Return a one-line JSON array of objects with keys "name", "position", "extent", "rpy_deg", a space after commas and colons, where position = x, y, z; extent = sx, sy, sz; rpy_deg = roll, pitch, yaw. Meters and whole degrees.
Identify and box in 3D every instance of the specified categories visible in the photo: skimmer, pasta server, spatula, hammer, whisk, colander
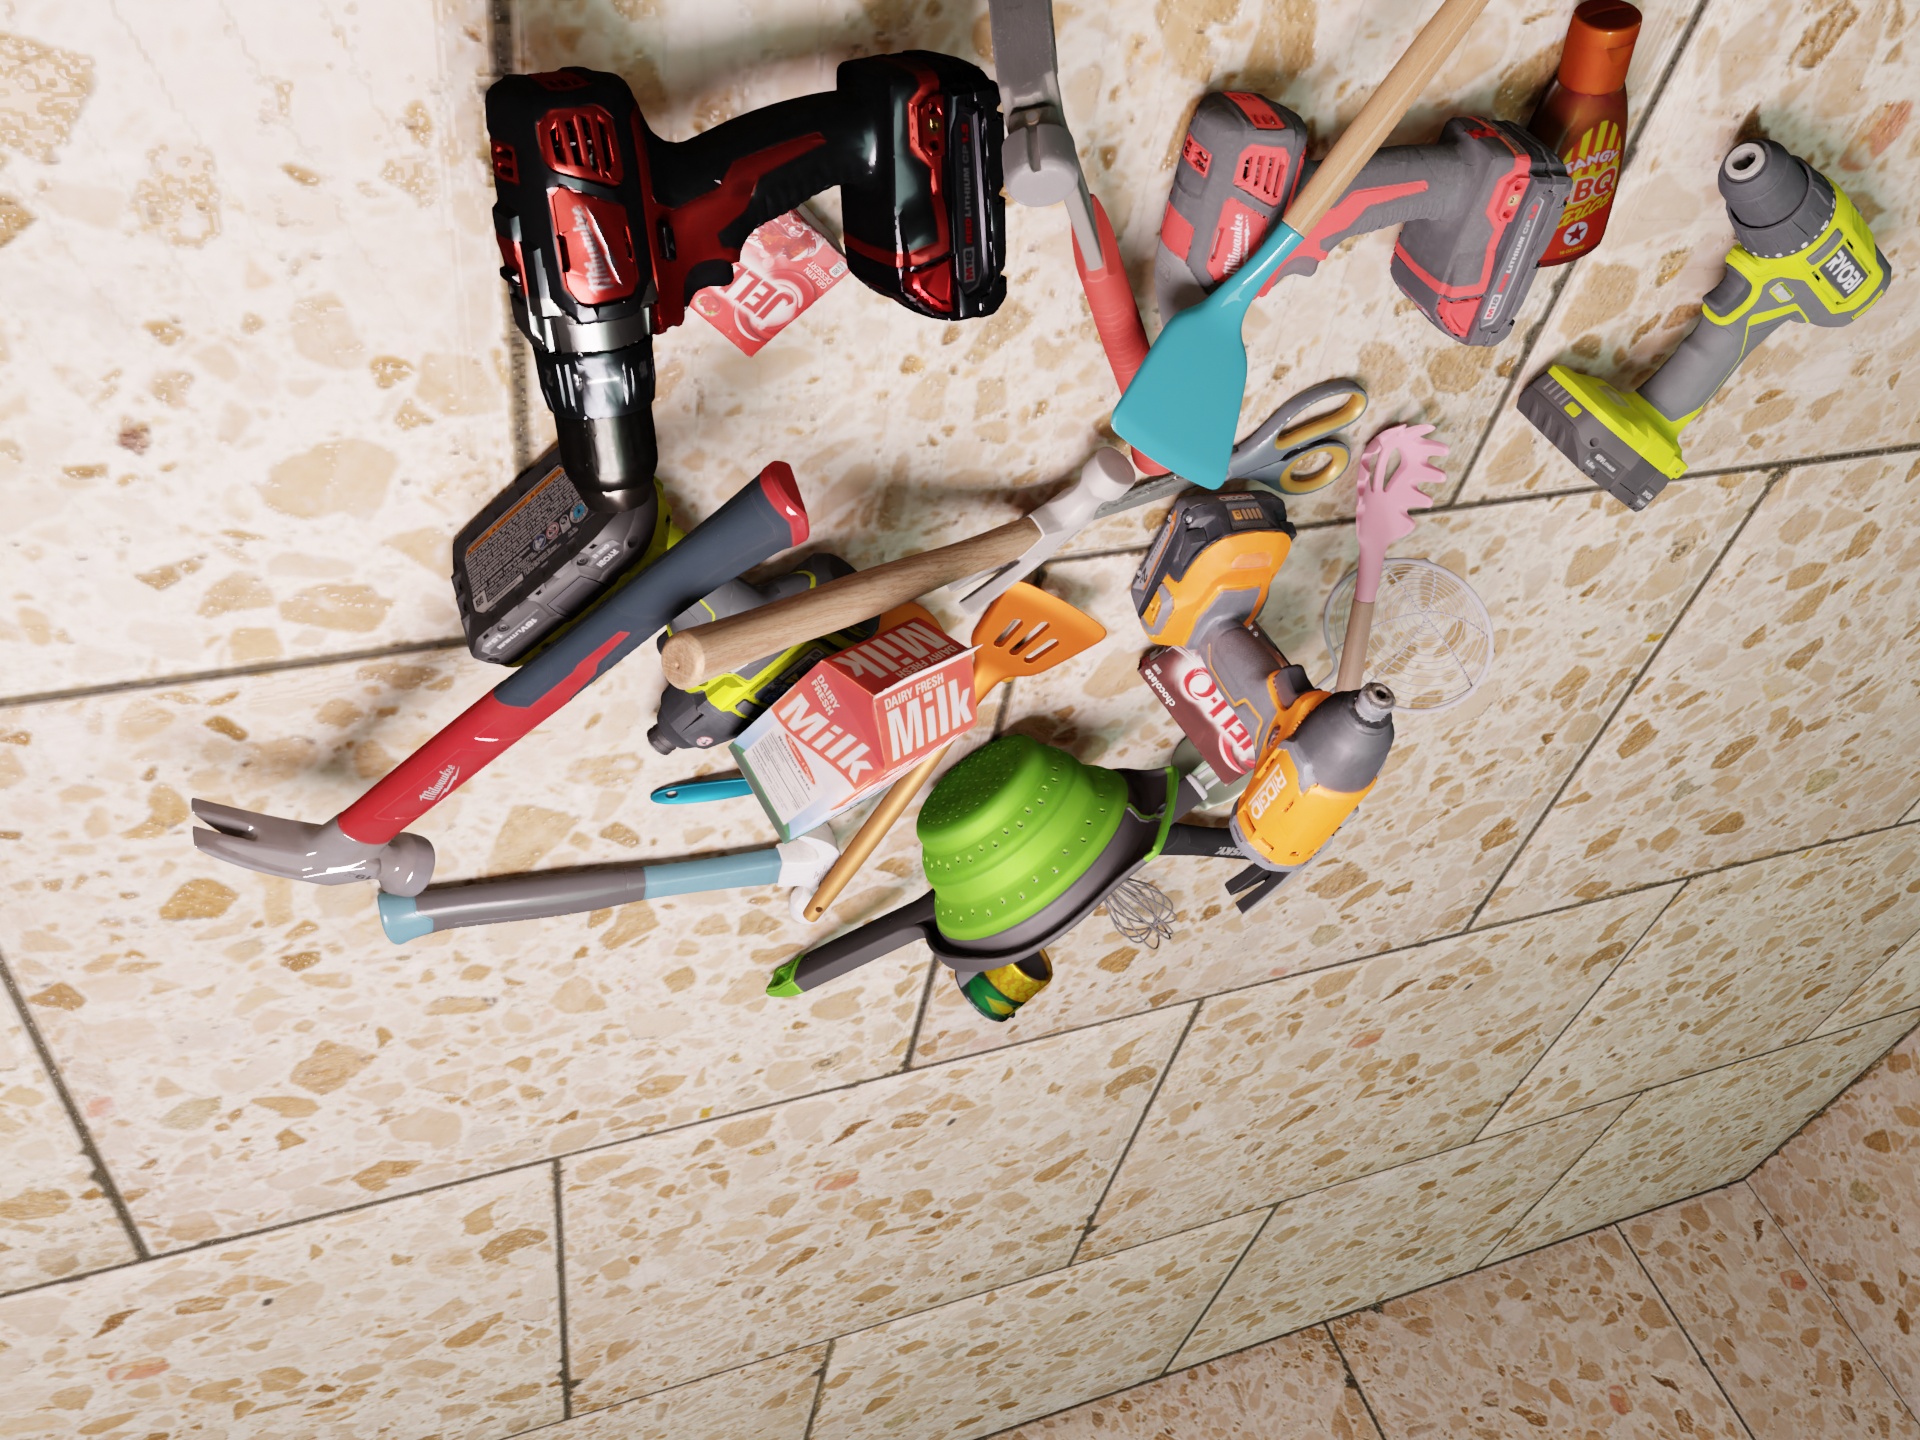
[{"name": "skimmer", "position": [0.230, 0.016, 1.196], "extent": [0.363, 0.127, 0.090], "rpy_deg": [-37, -176, 4]}, {"name": "pasta server", "position": [0.285, -0.058, 1.130], "extent": [0.060, 0.040, 0.316], "rpy_deg": [-1, 113, -15]}, {"name": "spatula", "position": [-0.022, 0.032, 1.124], "extent": [0.081, 0.041, 0.322], "rpy_deg": [28, 113, -22]}, {"name": "hammer", "position": [-0.236, -0.019, 0.835], "extent": [0.386, 0.038, 0.143], "rpy_deg": [-34, 147, 24]}, {"name": "spatula", "position": [0.190, -0.265, 0.802], "extent": [0.082, 0.044, 0.317], "rpy_deg": [24, 114, -30]}, {"name": "hammer", "position": [0.075, -0.239, 0.835], "extent": [0.037, 0.149, 0.358], "rpy_deg": [-9, 159, 14]}, {"name": "hammer", "position": [-0.035, -0.077, 0.901], "extent": [0.331, 0.031, 0.130], "rpy_deg": [-26, 169, -45]}, {"name": "hammer", "position": [-0.241, 0.119, 1.134], "extent": [0.331, 0.033, 0.128], "rpy_deg": [-6, 140, -25]}, {"name": "hammer", "position": [0.192, 0.105, 1.351], "extent": [0.334, 0.035, 0.146], "rpy_deg": [7, 133, -41]}, {"name": "whisk", "position": [0.121, 0.138, 1.358], "extent": [0.055, 0.055, 0.238], "rpy_deg": [-36, 138, 14]}, {"name": "colander", "position": [-0.026, 0.111, 1.197], "extent": [0.397, 0.205, 0.094], "rpy_deg": [-29, 112, 31]}]

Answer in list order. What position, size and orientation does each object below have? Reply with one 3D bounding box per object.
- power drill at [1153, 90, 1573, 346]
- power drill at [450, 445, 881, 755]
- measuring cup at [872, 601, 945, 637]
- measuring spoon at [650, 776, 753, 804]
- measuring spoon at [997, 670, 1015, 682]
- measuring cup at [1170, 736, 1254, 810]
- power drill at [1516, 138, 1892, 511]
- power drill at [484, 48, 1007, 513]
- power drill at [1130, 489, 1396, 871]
[{"name": "power drill", "position": [0.213, -0.268, 0.887], "extent": [0.219, 0.079, 0.143], "rpy_deg": [-5, 133, -20]}, {"name": "power drill", "position": [-0.174, -0.057, 0.923], "extent": [0.171, 0.080, 0.223], "rpy_deg": [-36, 145, 18]}, {"name": "measuring cup", "position": [-0.071, -0.010, 1.060], "extent": [0.095, 0.052, 0.173], "rpy_deg": [10, 133, -38]}, {"name": "measuring spoon", "position": [-0.152, 0.039, 1.107], "extent": [0.128, 0.021, 0.042], "rpy_deg": [-8, 142, -8]}, {"name": "measuring spoon", "position": [-0.002, -0.004, 1.140], "extent": [0.117, 0.011, 0.021], "rpy_deg": [-40, 141, 19]}, {"name": "measuring cup", "position": [0.246, 0.029, 1.306], "extent": [0.167, 0.038, 0.083], "rpy_deg": [-5, 139, -28]}, {"name": "power drill", "position": [0.491, -0.263, 1.059], "extent": [0.190, 0.080, 0.228], "rpy_deg": [17, 123, -43]}, {"name": "power drill", "position": [-0.093, -0.203, 0.719], "extent": [0.226, 0.080, 0.187], "rpy_deg": [-19, 125, -26]}, {"name": "power drill", "position": [0.198, -0.038, 1.017], "extent": [0.084, 0.227, 0.164], "rpy_deg": [-7, 149, -22]}]
